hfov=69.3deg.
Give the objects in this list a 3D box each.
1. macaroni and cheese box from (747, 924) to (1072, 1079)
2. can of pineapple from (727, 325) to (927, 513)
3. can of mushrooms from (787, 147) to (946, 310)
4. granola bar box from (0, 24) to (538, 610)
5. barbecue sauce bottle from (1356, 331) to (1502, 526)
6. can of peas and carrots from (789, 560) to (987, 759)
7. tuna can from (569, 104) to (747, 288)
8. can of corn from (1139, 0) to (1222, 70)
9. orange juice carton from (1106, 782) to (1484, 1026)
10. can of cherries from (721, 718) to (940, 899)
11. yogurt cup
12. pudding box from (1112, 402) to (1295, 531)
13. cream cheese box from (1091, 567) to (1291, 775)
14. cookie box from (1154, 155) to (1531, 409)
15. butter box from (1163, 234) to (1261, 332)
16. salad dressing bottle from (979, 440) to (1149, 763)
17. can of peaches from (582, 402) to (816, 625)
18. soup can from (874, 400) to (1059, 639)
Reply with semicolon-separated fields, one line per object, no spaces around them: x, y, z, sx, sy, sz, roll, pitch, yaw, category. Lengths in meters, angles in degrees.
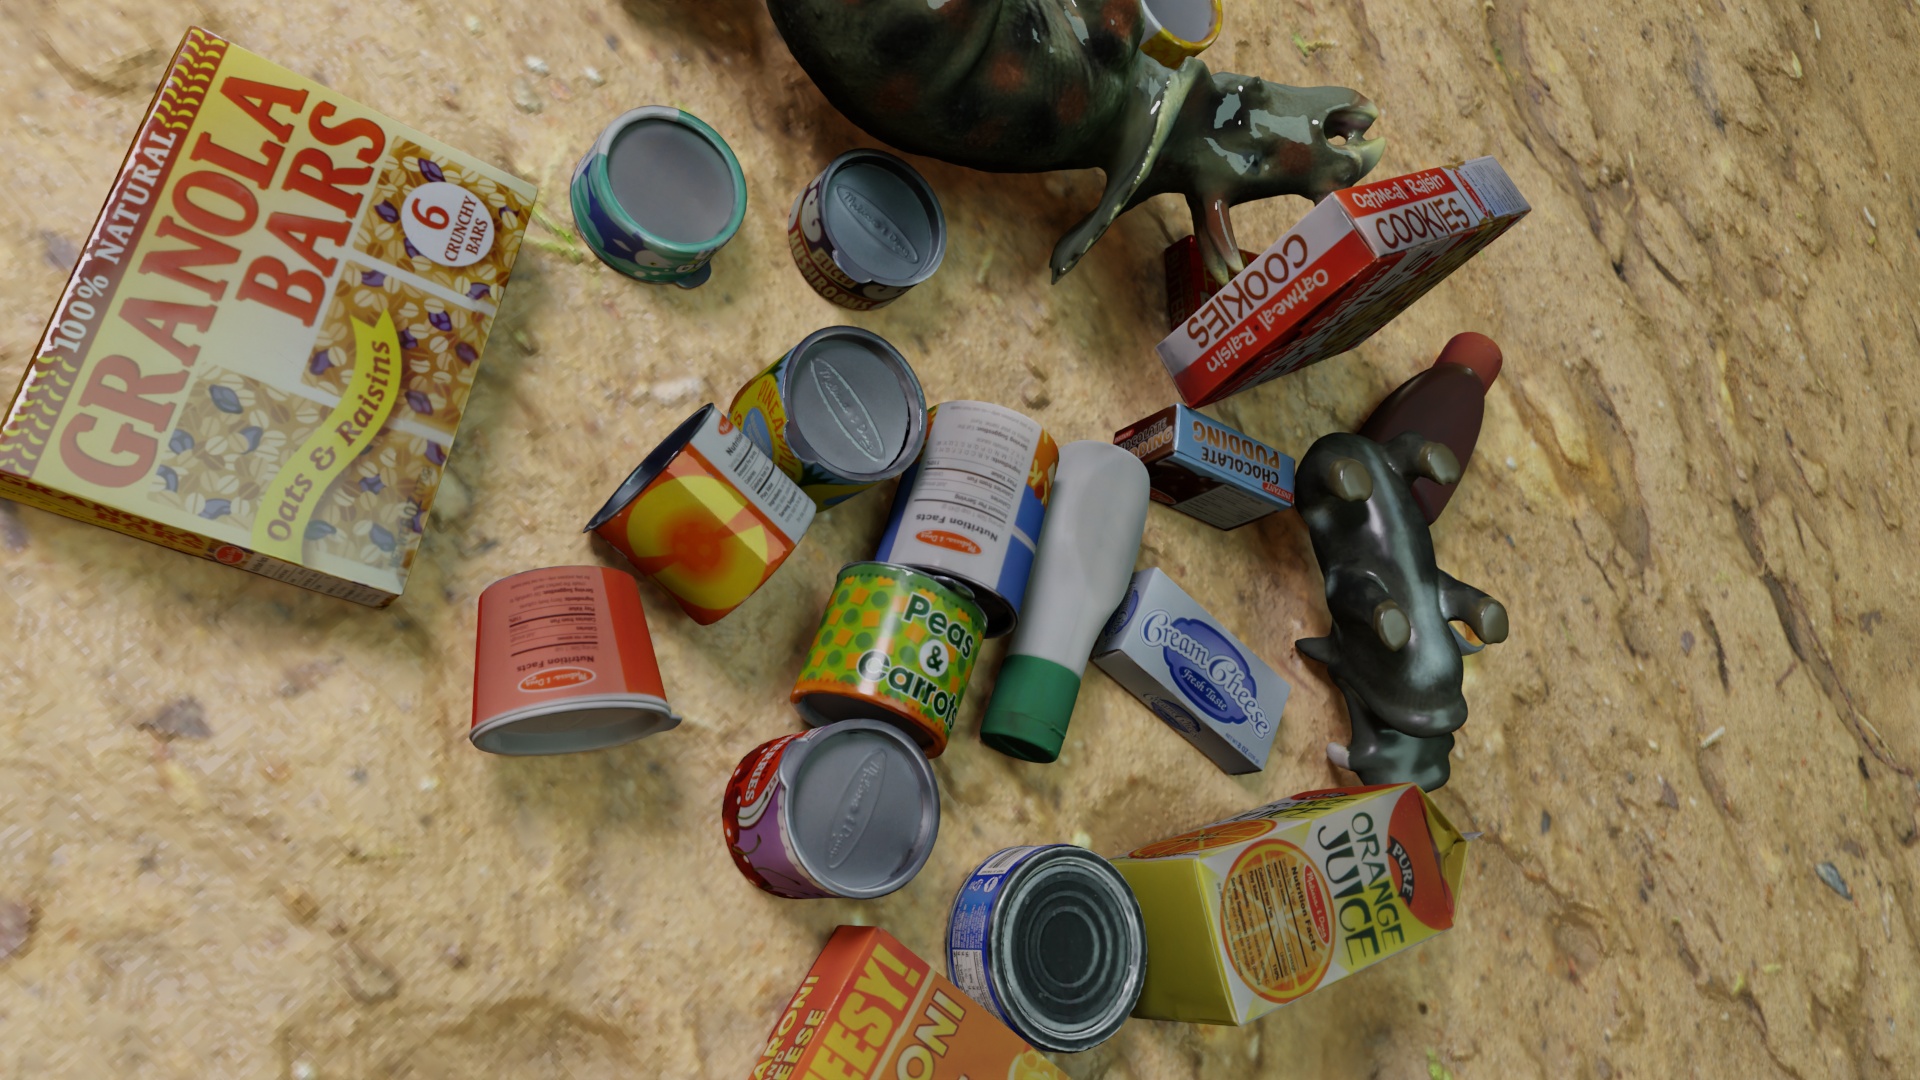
-0.012;0.247;0.532;0.166;0.040;0.124;43;57;-17;macaroni and cheese box
-0.058;-0.048;0.575;0.071;0.057;0.071;10;71;-32;can of pineapple
-0.043;-0.138;0.627;0.071;0.033;0.071;11;71;-33;can of mushrooms
-0.231;-0.073;0.476;0.124;0.039;0.166;22;65;-28;granola bar box
0.280;-0.071;0.824;0.065;0.043;0.149;50;55;-10;barbecue sauce bottle
-0.027;0.049;0.560;0.071;0.070;0.059;32;61;-23;can of peas and carrots
-0.122;-0.141;0.574;0.071;0.032;0.071;10;71;-32;tuna can
0.101;-0.282;0.753;0.071;0.058;0.071;10;71;-32;can of corn
0.163;0.163;0.657;0.193;0.071;0.073;-8;82;-36;orange juice carton
-0.052;0.103;0.535;0.071;0.058;0.071;9;72;-32;can of cherries
-0.139;0.042;0.491;0.072;0.072;0.054;2;68;-34;yogurt cup
0.123;-0.036;0.701;0.084;0.049;0.030;20;65;-28;pudding box
0.115;0.065;0.682;0.103;0.024;0.053;40;57;-19;cream cheese box
0.190;-0.128;0.684;0.168;0.122;0.040;-23;77;-43;cookie box
0.159;-0.132;0.770;0.103;0.024;0.053;7;72;-33;butter box
0.047;0.027;0.634;0.064;0.044;0.148;42;58;-41;salad dressing bottle
-0.099;-0.008;0.533;0.058;0.071;0.071;45;57;-17;can of peaches
0.002;-0.008;0.603;0.071;0.071;0.084;29;61;-25;soup can
